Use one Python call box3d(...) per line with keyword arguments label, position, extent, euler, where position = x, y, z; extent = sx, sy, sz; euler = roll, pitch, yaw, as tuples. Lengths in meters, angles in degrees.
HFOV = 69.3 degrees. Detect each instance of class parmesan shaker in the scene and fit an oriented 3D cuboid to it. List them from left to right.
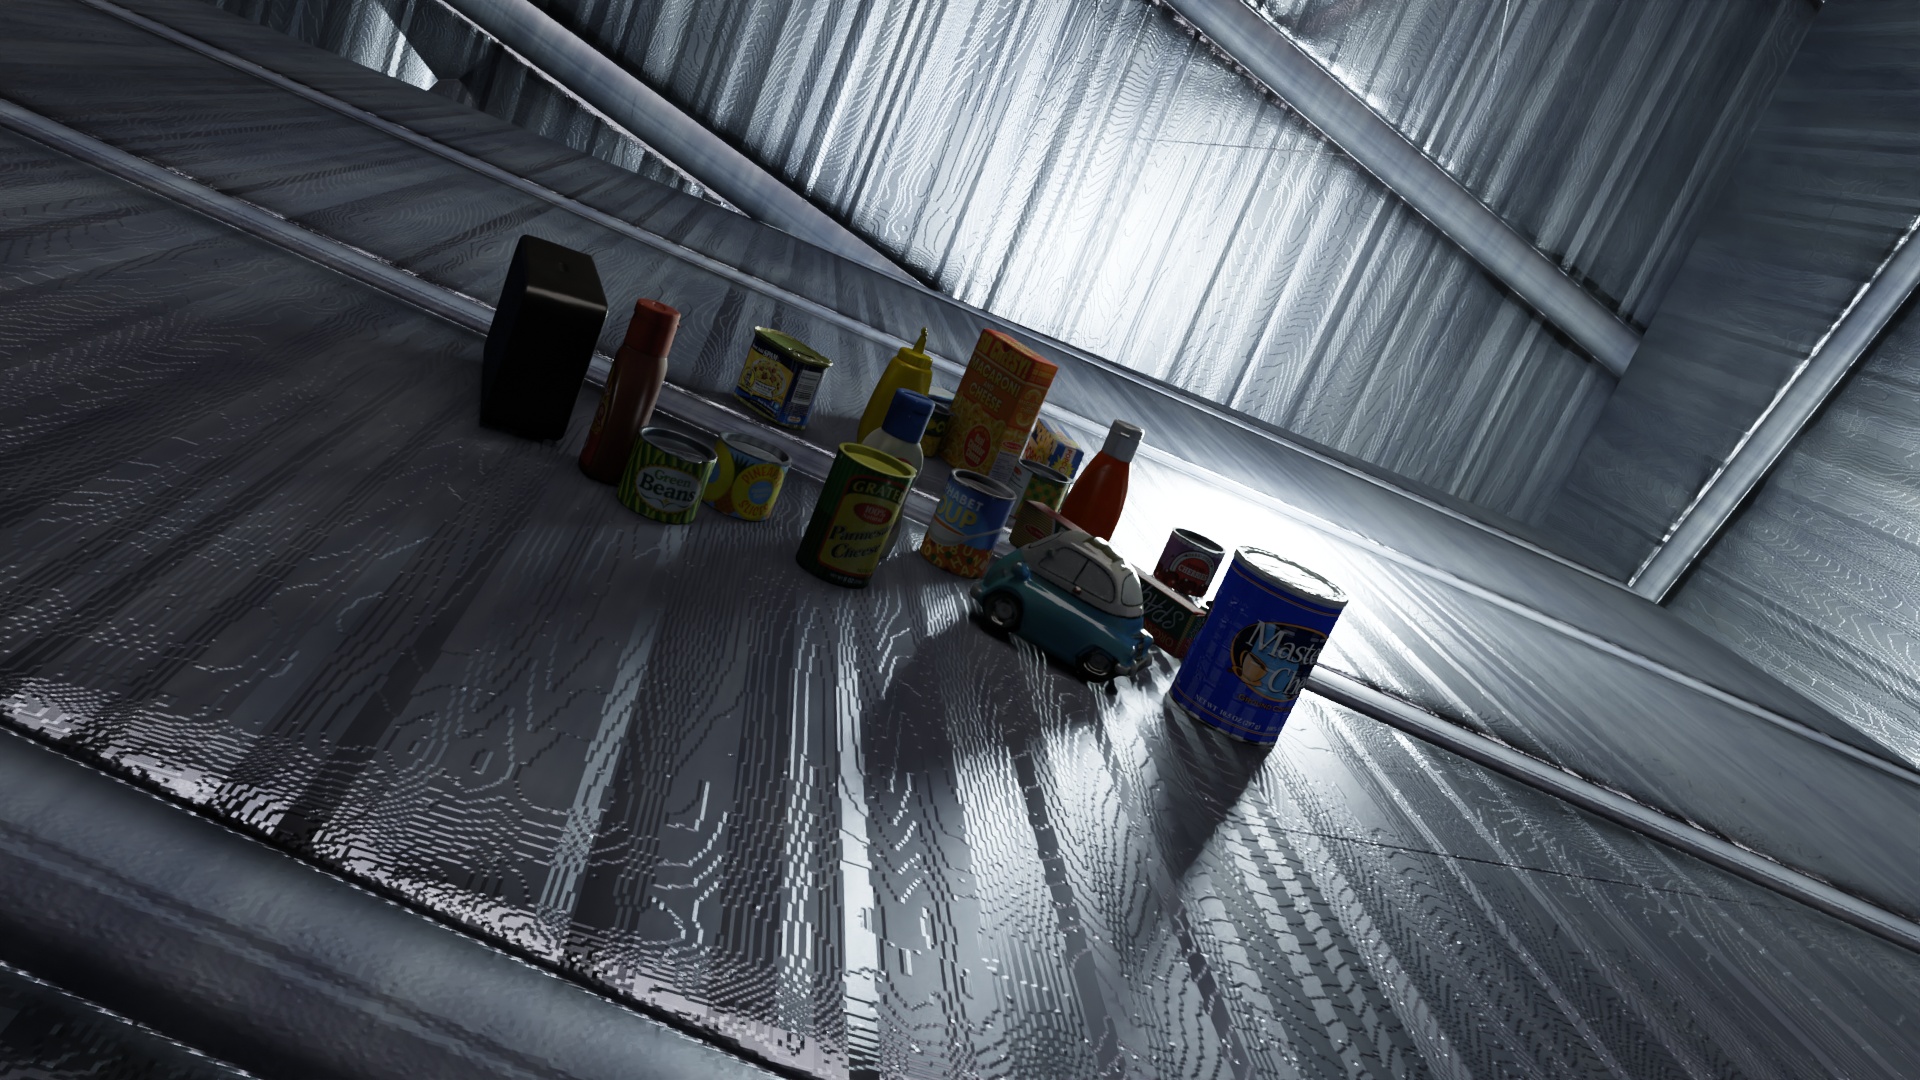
box3d(label="parmesan shaker", position=(-0.084, -0.020, 1.140), extent=(0.071, 0.102, 0.071), euler=(21, 15, -6))

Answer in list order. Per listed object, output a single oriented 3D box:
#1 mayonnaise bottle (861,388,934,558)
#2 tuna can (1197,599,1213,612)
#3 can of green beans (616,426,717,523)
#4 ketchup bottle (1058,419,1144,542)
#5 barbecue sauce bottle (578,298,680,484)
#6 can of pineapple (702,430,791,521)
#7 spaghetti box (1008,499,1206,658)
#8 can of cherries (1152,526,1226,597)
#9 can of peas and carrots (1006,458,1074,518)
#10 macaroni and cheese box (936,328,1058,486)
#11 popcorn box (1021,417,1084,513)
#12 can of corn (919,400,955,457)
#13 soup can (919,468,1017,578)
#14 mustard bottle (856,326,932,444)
box3d(label="mayonnaise bottle", position=(-0.066, -0.059, 1.215), extent=(0.065, 0.147, 0.041), euler=(13, 17, -33))
box3d(label="tuna can", position=(0.267, 0.088, 1.412), extent=(0.071, 0.032, 0.071), euler=(21, 15, -6))
box3d(label="can of green beans", position=(-0.237, -0.053, 1.120), extent=(0.071, 0.057, 0.071), euler=(21, 15, -6))
box3d(label="ketchup bottle", position=(0.158, -0.060, 1.541), extent=(0.065, 0.148, 0.043), euler=(24, 15, 6))
box3d(label="barbecue sauce bottle", position=(-0.270, -0.123, 1.140), extent=(0.044, 0.148, 0.065), euler=(17, 16, -22))
box3d(label="can of pineapple", position=(-0.186, -0.055, 1.201), extent=(0.071, 0.057, 0.071), euler=(21, 15, -6))
box3d(label="spaghetti box", position=(0.143, 0.035, 1.380), extent=(0.029, 0.050, 0.250), euler=(8, 21, -45))
box3d(label="can of cherries", position=(0.258, 0.025, 1.566), extent=(0.071, 0.058, 0.072), euler=(21, 15, -6))
box3d(label="can of peas and carrots", position=(0.087, -0.054, 1.589), extent=(0.071, 0.058, 0.071), euler=(21, 15, -6))
box3d(label="macaroni and cheese box", position=(0.039, -0.156, 1.664), extent=(0.040, 0.166, 0.124), euler=(12, 18, -37))
box3d(label="popcorn box", position=(0.107, -0.092, 1.697), extent=(0.038, 0.085, 0.127), euler=(19, 15, -14))
box3d(label="can of corn", position=(-0.049, -0.140, 1.687), extent=(0.071, 0.058, 0.071), euler=(21, 15, -6))
box3d(label="soup can", position=(0.005, -0.016, 1.293), extent=(0.071, 0.083, 0.071), euler=(21, 15, -6))
box3d(label="mustard bottle", position=(-0.065, -0.163, 1.550), extent=(0.065, 0.159, 0.049), euler=(20, 15, -12))
